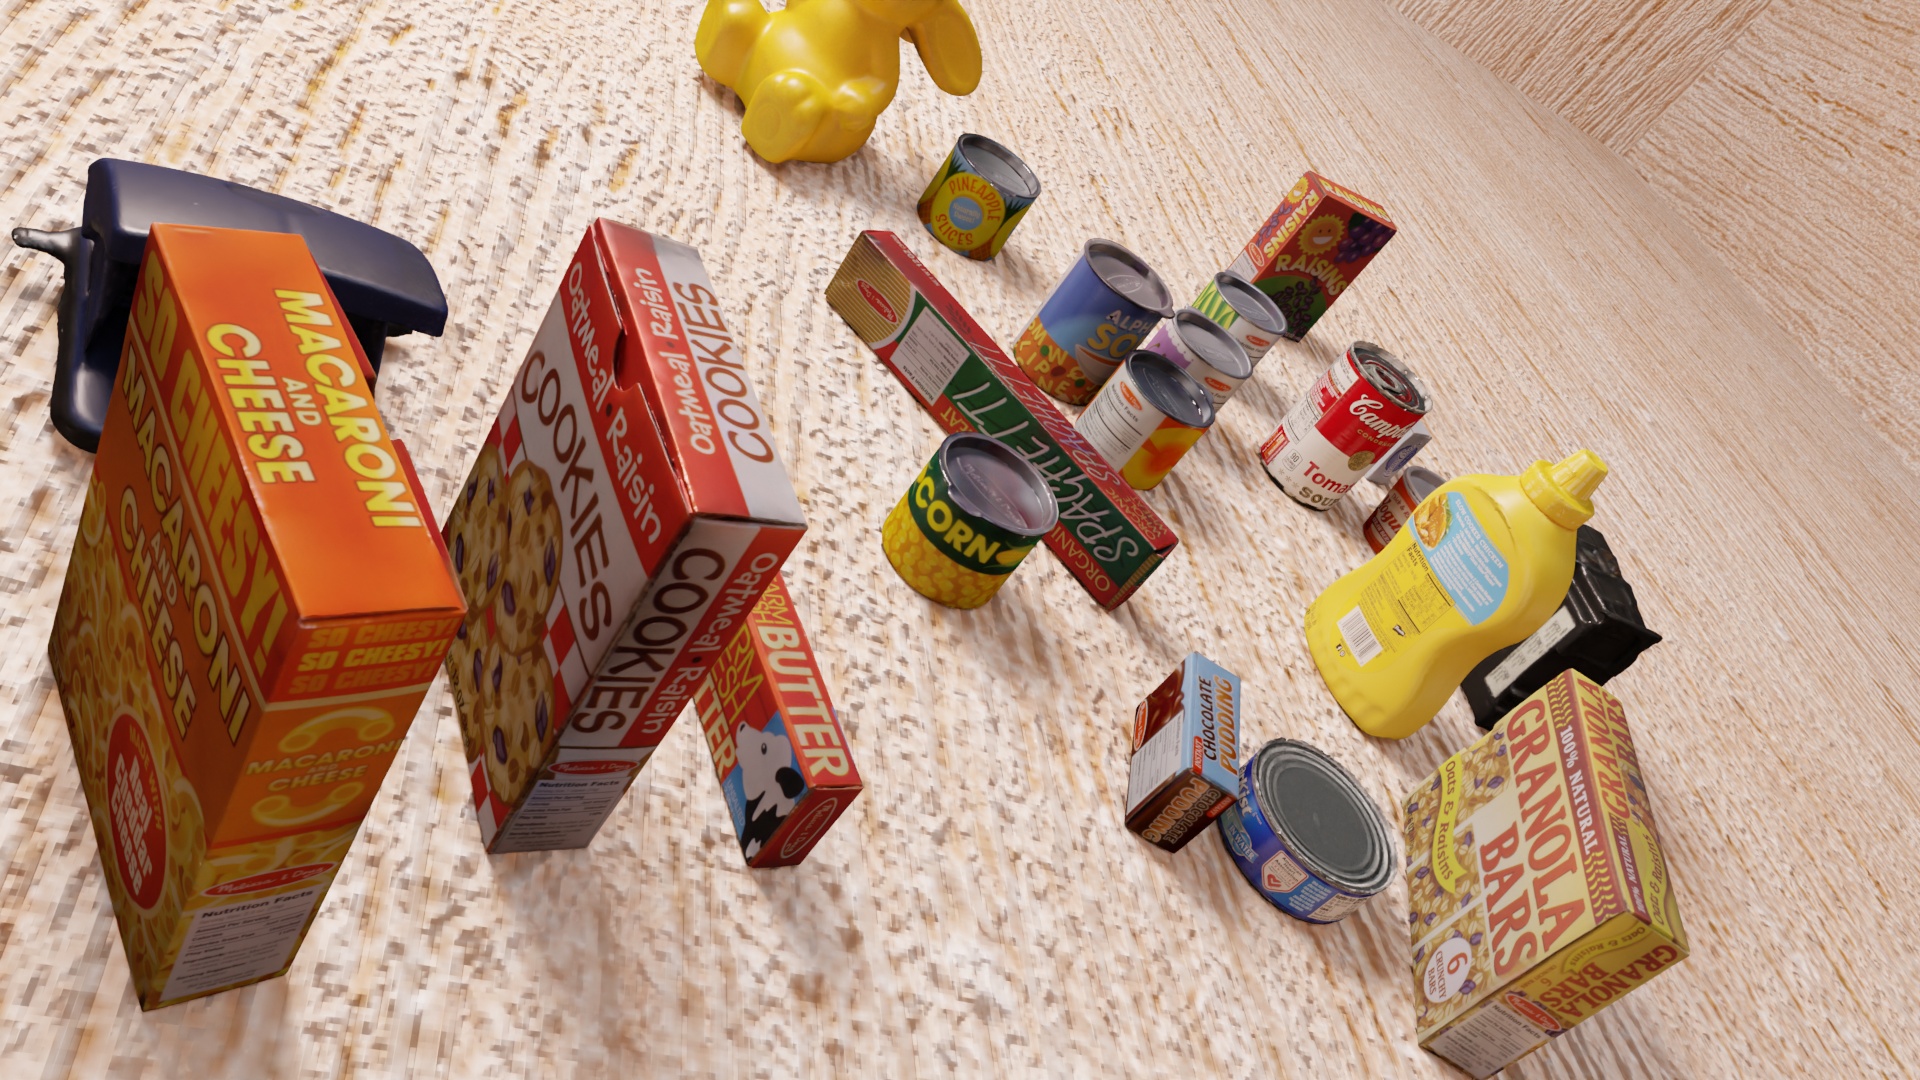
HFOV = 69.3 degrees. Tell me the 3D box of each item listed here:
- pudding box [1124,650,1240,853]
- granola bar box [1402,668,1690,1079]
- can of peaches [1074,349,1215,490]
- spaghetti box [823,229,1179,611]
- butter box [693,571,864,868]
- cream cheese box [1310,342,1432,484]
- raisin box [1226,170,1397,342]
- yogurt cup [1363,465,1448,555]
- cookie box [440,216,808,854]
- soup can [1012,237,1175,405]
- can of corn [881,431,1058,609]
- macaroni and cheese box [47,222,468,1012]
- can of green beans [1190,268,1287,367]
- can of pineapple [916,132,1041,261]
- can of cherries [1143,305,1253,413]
[{"bbox_3d":[0.104,0.097,0.646,0.030,0.049,0.084,31,34,-11],"label":"pudding box"},{"bbox_3d":[0.270,0.155,0.664,0.039,0.123,0.166,33,34,-8],"label":"granola bar box"},{"bbox_3d":[0.113,-0.073,0.846,0.071,0.057,0.071,25,36,-19],"label":"can of peaches"},{"bbox_3d":[0.019,-0.069,0.762,0.250,0.050,0.029,49,35,15],"label":"spaghetti box"},{"bbox_3d":[-0.073,0.063,0.518,0.024,0.053,0.104,6,45,-39],"label":"butter box"},{"bbox_3d":[0.313,-0.098,1.065,0.024,0.053,0.104,12,42,-34],"label":"cream cheese box"},{"bbox_3d":[0.277,-0.227,1.121,0.086,0.122,0.040,16,40,-30],"label":"raisin box"},{"bbox_3d":[0.319,-0.010,0.967,0.072,0.053,0.073,25,36,-19],"label":"yogurt cup"},{"bbox_3d":[-0.119,0.002,0.445,0.040,0.166,0.123,6,45,-39],"label":"cookie box"},{"bbox_3d":[0.083,-0.133,0.867,0.071,0.083,0.072,25,36,-19],"label":"soup can"},{"bbox_3d":[0.002,-0.008,0.668,0.071,0.058,0.071,25,36,-19],"label":"can of corn"},{"bbox_3d":[-0.189,0.023,0.357,0.040,0.165,0.124,-4,52,-46],"label":"macaroni and cheese box"},{"bbox_3d":[0.195,-0.153,1.017,0.071,0.057,0.071,25,36,-19],"label":"can of green beans"},{"bbox_3d":[0.011,-0.231,0.938,0.071,0.057,0.071,25,36,-19],"label":"can of pineapple"},{"bbox_3d":[0.151,-0.113,0.928,0.071,0.058,0.072,25,36,-19],"label":"can of cherries"}]
